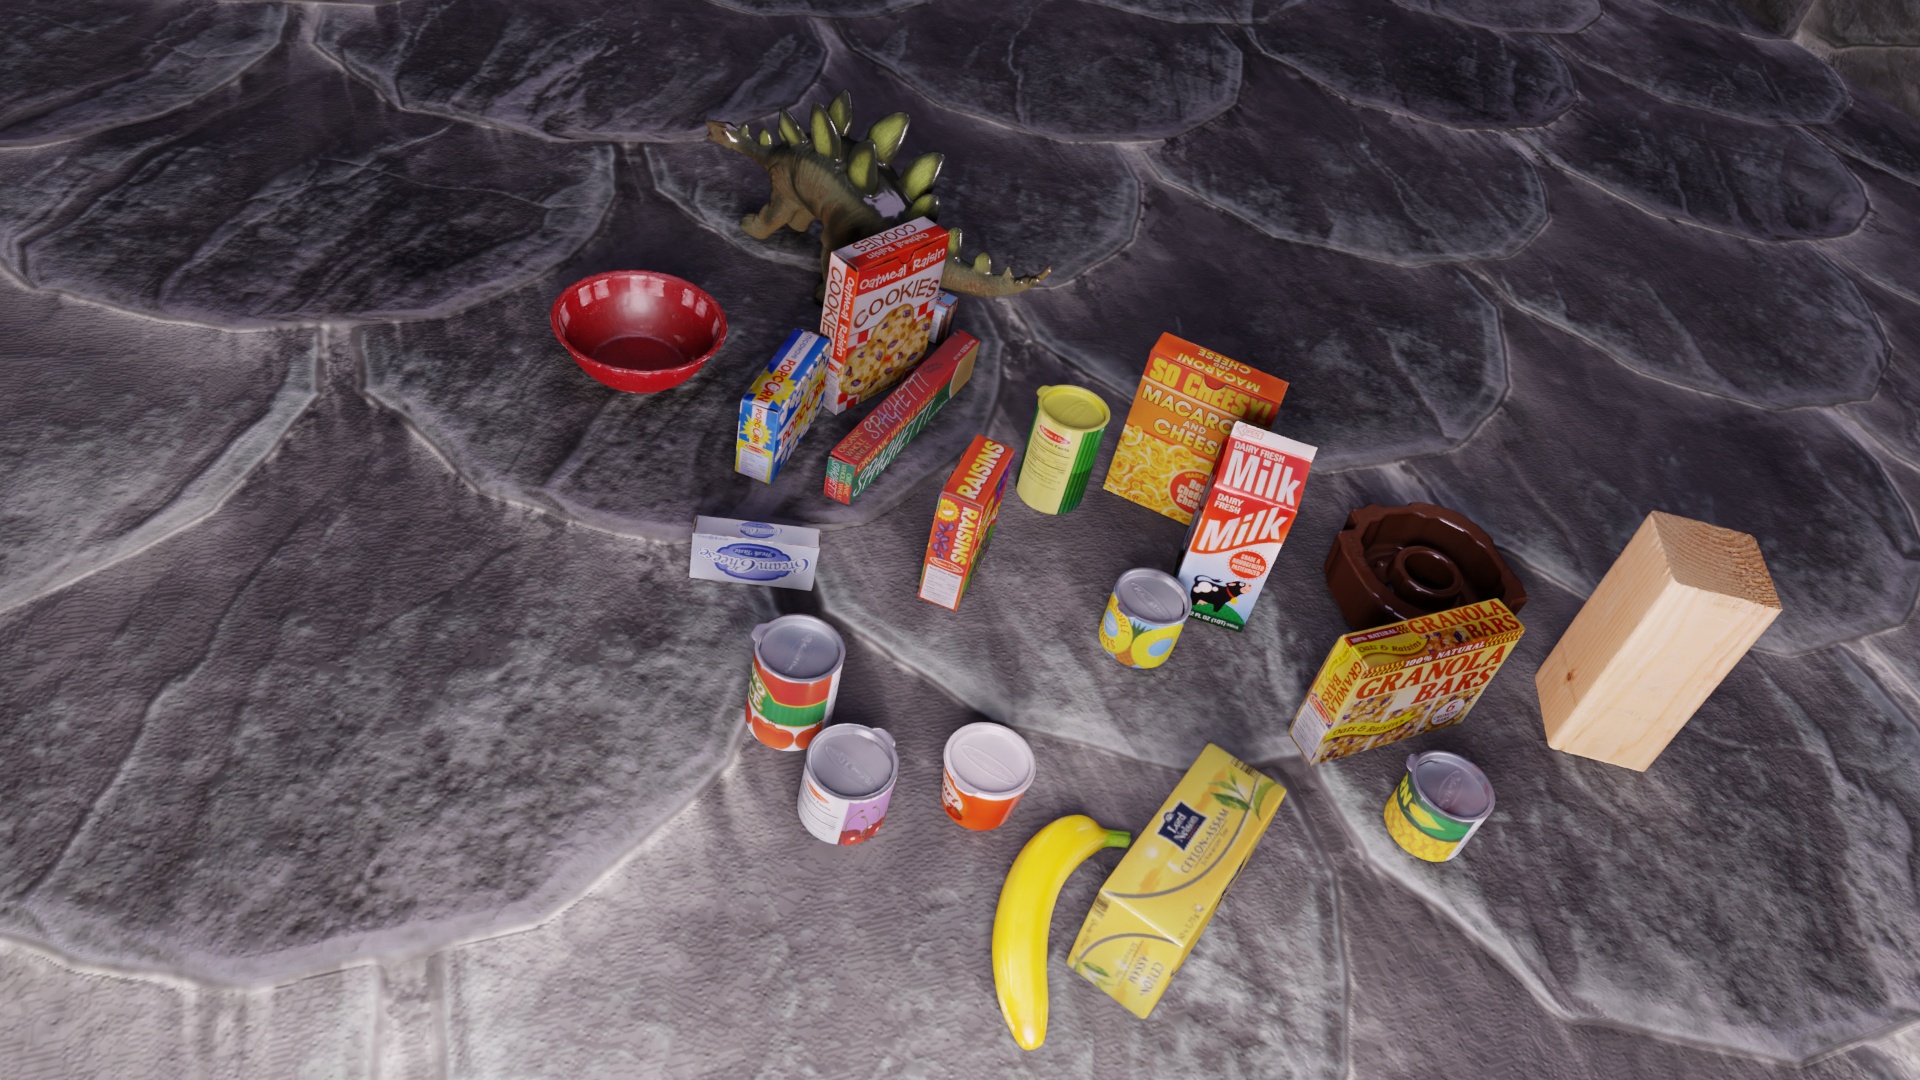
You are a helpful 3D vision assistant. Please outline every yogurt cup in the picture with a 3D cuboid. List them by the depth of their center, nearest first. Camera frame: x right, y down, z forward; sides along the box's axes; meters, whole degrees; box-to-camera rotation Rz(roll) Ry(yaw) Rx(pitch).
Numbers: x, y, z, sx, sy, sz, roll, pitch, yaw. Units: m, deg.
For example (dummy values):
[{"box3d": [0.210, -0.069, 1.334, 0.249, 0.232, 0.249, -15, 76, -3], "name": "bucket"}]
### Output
[{"box3d": [0.017, 0.176, 1.021, 0.072, 0.053, 0.073, 8, 43, -7], "name": "yogurt cup"}]

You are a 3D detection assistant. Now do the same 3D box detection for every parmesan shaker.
[{"box3d": [0.091, -0.084, 1.280, 0.071, 0.102, 0.072, 8, 43, -7], "name": "parmesan shaker"}]

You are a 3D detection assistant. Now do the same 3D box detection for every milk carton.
[{"box3d": [0.239, -0.018, 1.186, 0.072, 0.189, 0.074, 18, 43, 4], "name": "milk carton"}]

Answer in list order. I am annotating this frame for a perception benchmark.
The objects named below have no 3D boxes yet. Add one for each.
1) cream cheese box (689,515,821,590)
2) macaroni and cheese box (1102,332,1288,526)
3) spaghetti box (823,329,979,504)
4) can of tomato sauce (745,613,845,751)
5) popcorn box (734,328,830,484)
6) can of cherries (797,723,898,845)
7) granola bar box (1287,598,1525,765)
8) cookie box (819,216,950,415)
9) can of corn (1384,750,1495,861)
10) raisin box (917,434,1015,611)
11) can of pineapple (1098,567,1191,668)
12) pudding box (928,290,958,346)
[{"box3d": [-0.169, 0.011, 1.144, 0.104, 0.053, 0.024, 6, 43, -9], "name": "cream cheese box"}, {"box3d": [0.213, -0.094, 1.277, 0.124, 0.165, 0.040, 24, 43, 10], "name": "macaroni and cheese box"}, {"box3d": [-0.053, -0.121, 1.318, 0.029, 0.049, 0.251, 27, 44, 13], "name": "spaghetti box"}, {"box3d": [-0.126, 0.106, 1.034, 0.071, 0.082, 0.071, 8, 43, -7], "name": "can of tomato sauce"}, {"box3d": [-0.161, -0.124, 1.265, 0.038, 0.084, 0.127, 20, 43, 5], "name": "popcorn box"}, {"box3d": [-0.079, 0.174, 0.993, 0.071, 0.058, 0.072, 8, 43, -7], "name": "can of cherries"}, {"box3d": [0.360, 0.114, 1.130, 0.166, 0.123, 0.039, -10, 48, -25], "name": "granola bar box"}, {"box3d": [-0.077, -0.214, 1.323, 0.040, 0.166, 0.123, 38, 47, 23], "name": "cookie box"}, {"box3d": [0.370, 0.206, 1.083, 0.071, 0.058, 0.071, 8, 43, -7], "name": "can of corn"}, {"box3d": [0.004, -0.015, 1.167, 0.040, 0.122, 0.086, 22, 43, 8], "name": "raisin box"}, {"box3d": [0.153, 0.066, 1.172, 0.071, 0.057, 0.071, 8, 43, -7], "name": "can of pineapple"}, {"box3d": [-0.049, -0.244, 1.449, 0.084, 0.049, 0.030, 24, 43, 10], "name": "pudding box"}]
